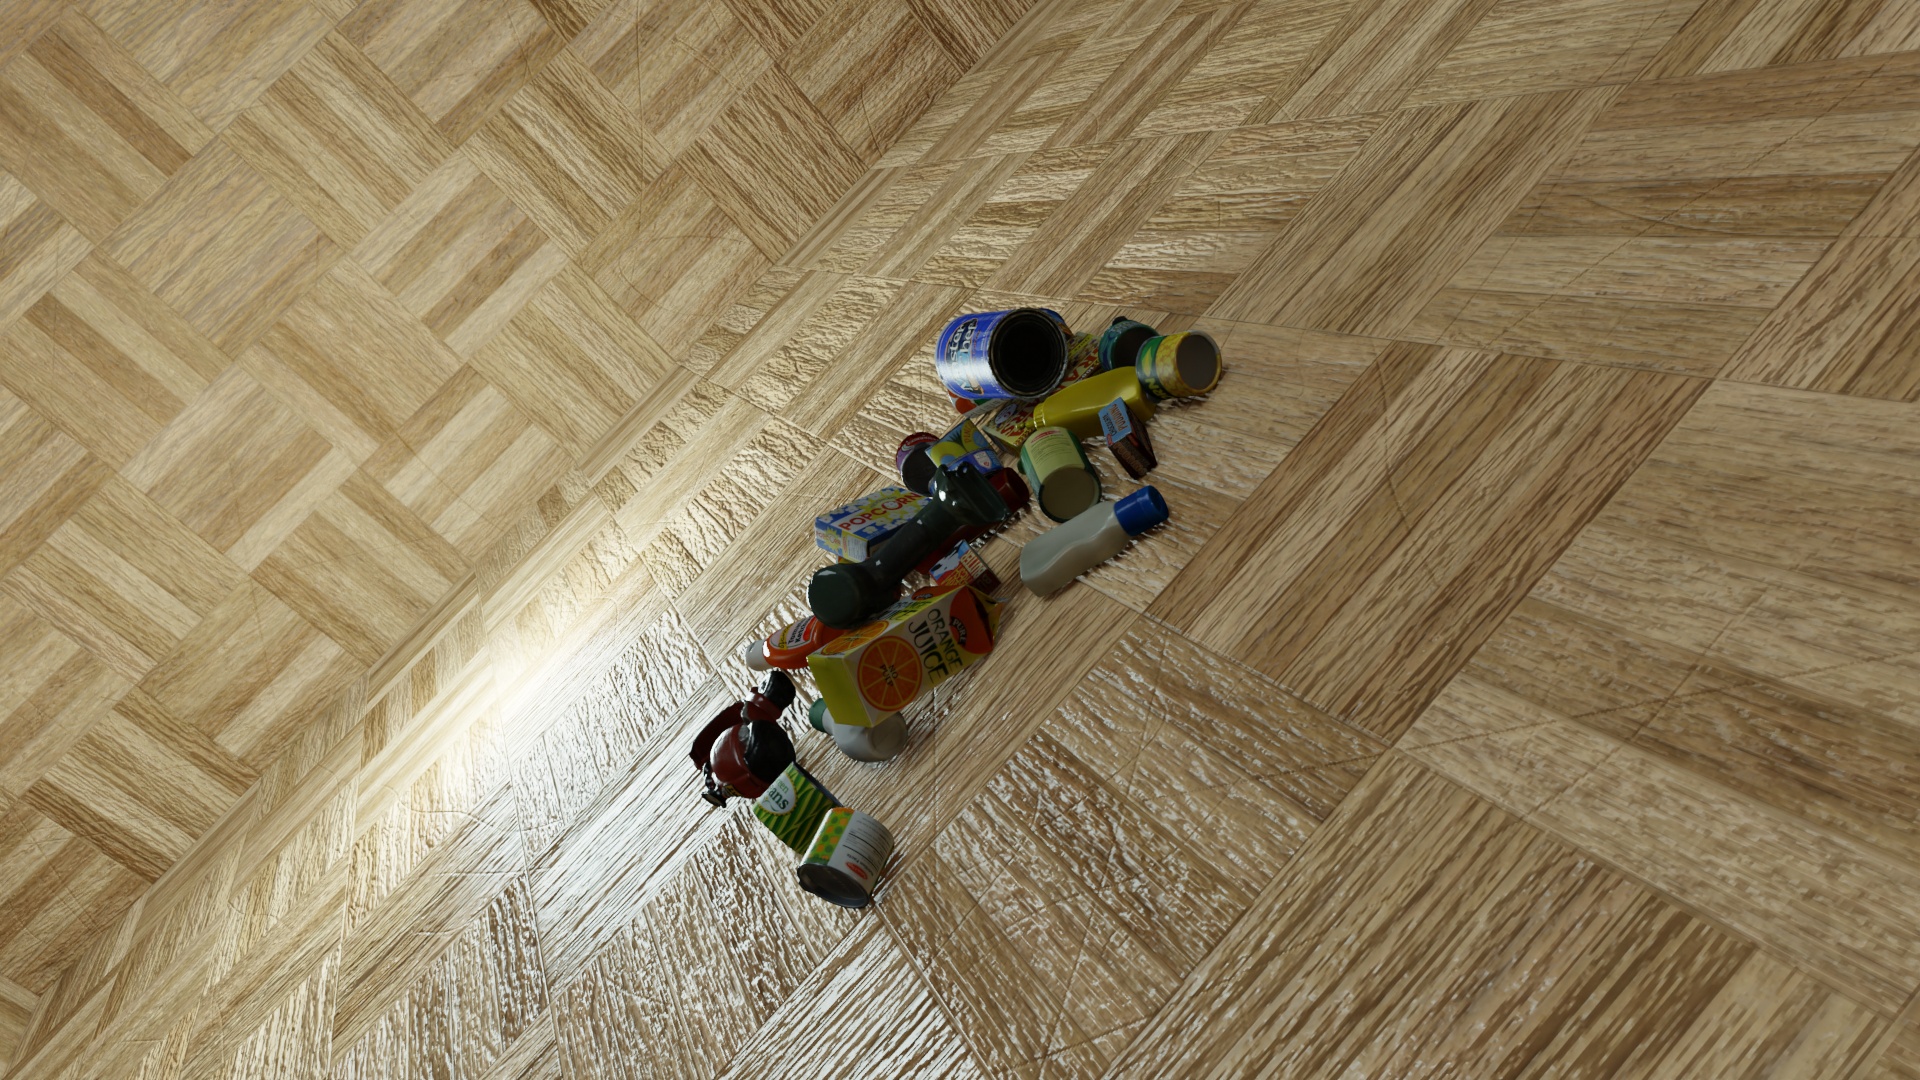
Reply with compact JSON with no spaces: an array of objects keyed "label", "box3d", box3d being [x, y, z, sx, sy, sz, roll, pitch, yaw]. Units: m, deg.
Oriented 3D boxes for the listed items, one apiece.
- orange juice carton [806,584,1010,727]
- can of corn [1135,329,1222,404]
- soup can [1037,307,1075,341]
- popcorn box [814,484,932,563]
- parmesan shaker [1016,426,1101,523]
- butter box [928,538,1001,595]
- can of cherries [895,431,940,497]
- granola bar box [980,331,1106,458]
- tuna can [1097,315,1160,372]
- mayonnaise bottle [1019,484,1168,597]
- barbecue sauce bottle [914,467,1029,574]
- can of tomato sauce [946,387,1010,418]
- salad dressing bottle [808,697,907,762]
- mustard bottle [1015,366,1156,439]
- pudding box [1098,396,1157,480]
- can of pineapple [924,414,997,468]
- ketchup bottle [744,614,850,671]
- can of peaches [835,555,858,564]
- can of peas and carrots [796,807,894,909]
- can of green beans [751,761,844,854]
[{"label":"orange juice carton","box3d":[-0.042,0.097,1.314,0.193,0.073,0.071,-30,13,-32]},{"label":"can of corn","box3d":[0.221,-0.175,1.404,0.071,0.071,0.058,-54,26,-21]},{"label":"soup can","box3d":[0.103,-0.241,1.689,0.071,0.071,0.084,-39,24,10]},{"label":"popcorn box","box3d":[-0.089,-0.017,1.560,0.085,0.038,0.127,20,33,37]},{"label":"parmesan shaker","box3d":[0.099,-0.065,1.410,0.071,0.071,0.103,-39,25,12]},{"label":"butter box","box3d":[0.004,0.038,1.443,0.053,0.024,0.104,-44,23,2]},{"label":"can of cherries","box3d":[-0.043,-0.095,1.679,0.071,0.071,0.058,-41,23,6]},{"label":"granola bar box","box3d":[0.112,-0.163,1.586,0.165,0.039,0.124,-45,23,-4]},{"label":"tuna can","box3d":[0.185,-0.207,1.505,0.071,0.071,0.033,-45,25,-3]},{"label":"mayonnaise bottle","box3d":[0.124,-0.003,1.301,0.147,0.041,0.065,-30,29,27]},{"label":"barbecue sauce bottle","box3d":[0.005,-0.019,1.510,0.148,0.043,0.065,-37,13,17]},{"label":"can of tomato sauce","box3d":[0.033,-0.199,1.733,0.083,0.071,0.071,-25,30,37]},{"label":"salad dressing bottle","box3d":[-0.104,0.179,1.357,0.064,0.044,0.147,-47,22,-19]},{"label":"mustard bottle","box3d":[0.130,-0.139,1.477,0.160,0.048,0.065,-12,45,33]},{"label":"pudding box","box3d":[0.166,-0.103,1.387,0.030,0.049,0.084,-35,25,17]},{"label":"can of pineapple","box3d":[0.002,-0.103,1.613,0.071,0.058,0.071,-38,4,3]},{"label":"ketchup bottle","box3d":[-0.190,0.121,1.589,0.148,0.043,0.065,-20,33,44]},{"label":"can of peaches","box3d":[-0.106,0.040,1.565,0.071,0.071,0.058,-38,24,13]},{"label":"can of peas and carrots","box3d":[-0.098,0.268,1.171,0.070,0.071,0.059,-20,32,43]},{"label":"can of green beans","box3d":[-0.151,0.248,1.287,0.058,0.071,0.071,-47,24,-8]}]
